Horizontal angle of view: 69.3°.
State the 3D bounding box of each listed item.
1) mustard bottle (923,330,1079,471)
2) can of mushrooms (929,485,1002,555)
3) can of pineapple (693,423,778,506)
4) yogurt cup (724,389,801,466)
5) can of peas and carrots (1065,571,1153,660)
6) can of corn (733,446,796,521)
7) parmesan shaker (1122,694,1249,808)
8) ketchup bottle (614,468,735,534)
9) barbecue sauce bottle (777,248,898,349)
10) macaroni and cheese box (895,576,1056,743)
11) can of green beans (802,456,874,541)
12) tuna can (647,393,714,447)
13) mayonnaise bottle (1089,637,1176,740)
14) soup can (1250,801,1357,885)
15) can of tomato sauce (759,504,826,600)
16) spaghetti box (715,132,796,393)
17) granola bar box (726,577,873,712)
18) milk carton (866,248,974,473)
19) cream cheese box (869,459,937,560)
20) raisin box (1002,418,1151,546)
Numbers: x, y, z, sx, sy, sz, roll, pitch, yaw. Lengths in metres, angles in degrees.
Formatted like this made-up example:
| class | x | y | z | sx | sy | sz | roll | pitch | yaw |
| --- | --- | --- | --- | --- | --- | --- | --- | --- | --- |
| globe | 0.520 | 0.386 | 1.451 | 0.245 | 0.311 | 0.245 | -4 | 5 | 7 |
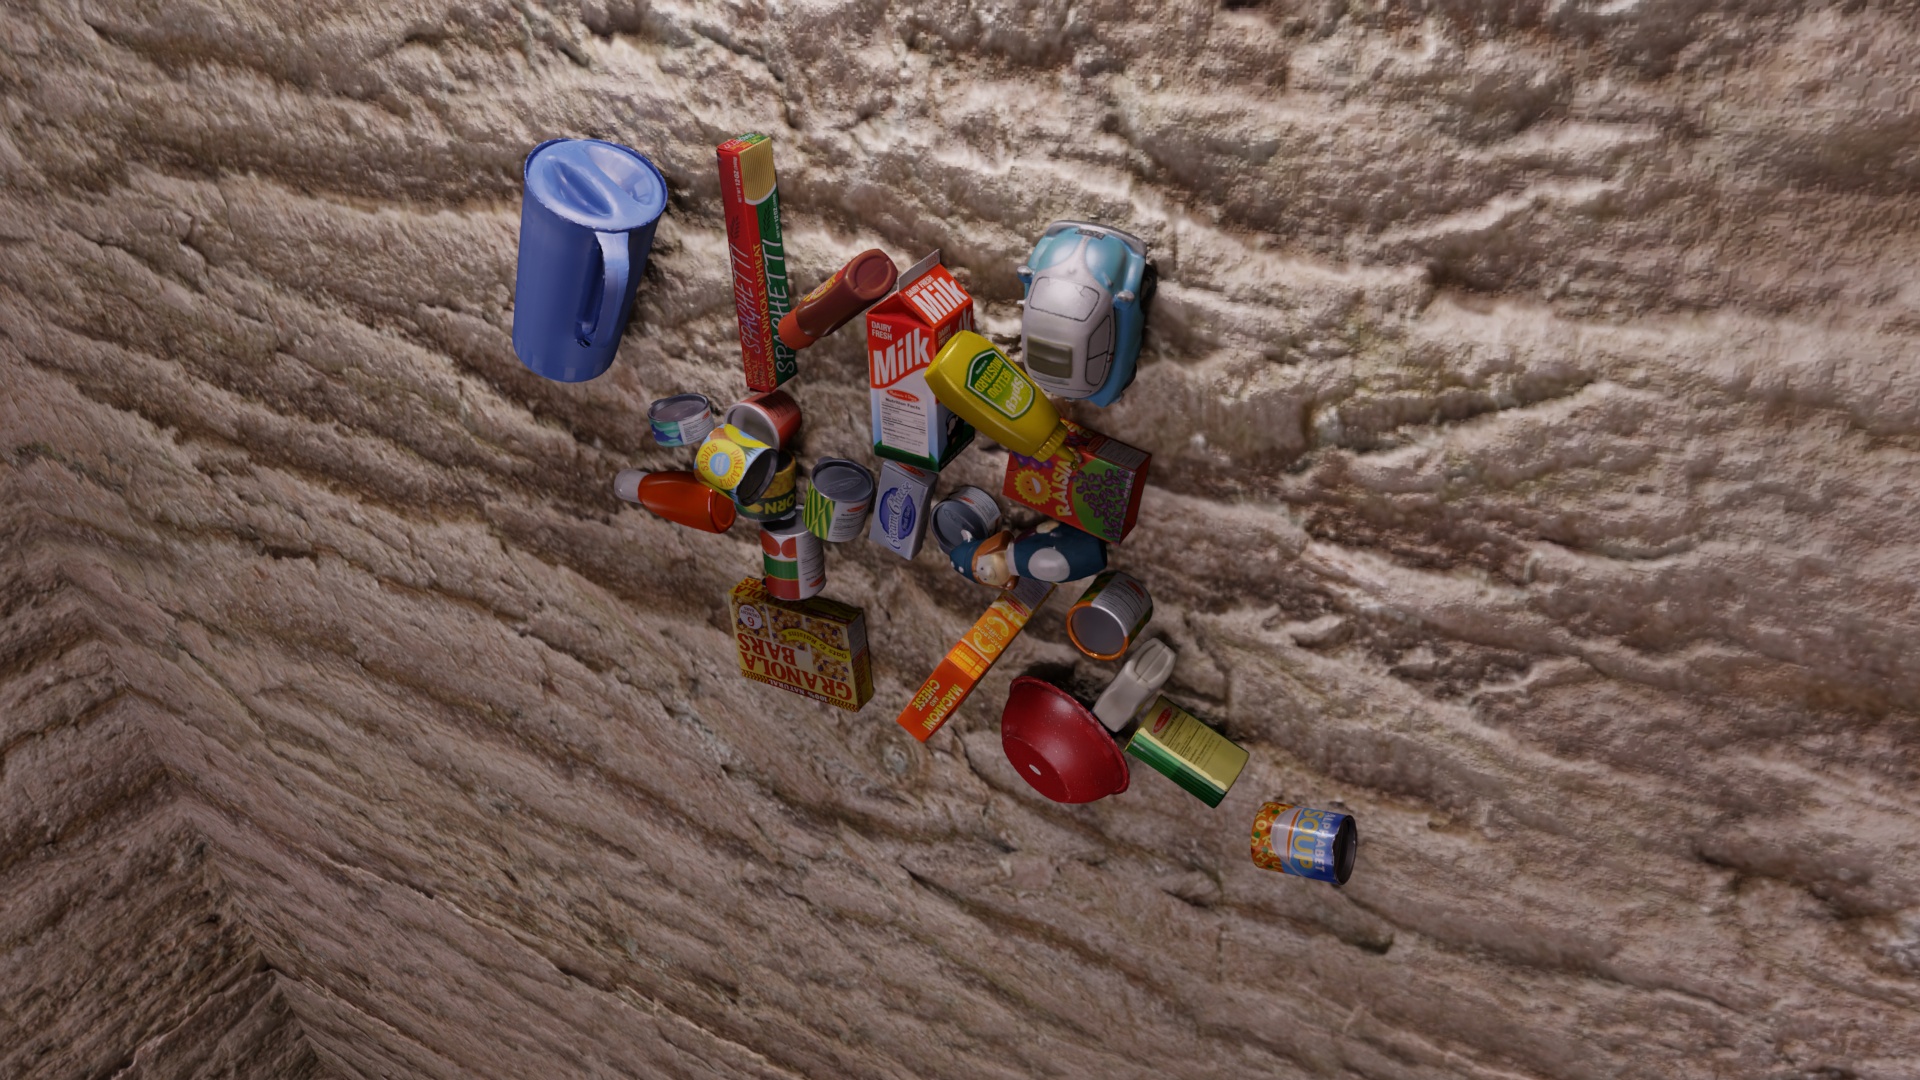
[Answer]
| class | x | y | z | sx | sy | sz | roll | pitch | yaw |
| --- | --- | --- | --- | --- | --- | --- | --- | --- | --- |
| mustard bottle | 0.046 | -0.114 | 1.208 | 0.160 | 0.065 | 0.048 | 37 | 158 | -11 |
| can of mushrooms | 0.005 | -0.017 | 1.370 | 0.071 | 0.034 | 0.070 | 18 | 129 | 23 |
| can of pineapple | -0.225 | -0.075 | 1.386 | 0.058 | 0.071 | 0.070 | 29 | 132 | 16 |
| yogurt cup | -0.200 | -0.121 | 1.426 | 0.072 | 0.054 | 0.072 | 18 | 128 | 24 |
| can of peas and carrots | 0.140 | 0.073 | 1.321 | 0.071 | 0.059 | 0.070 | 18 | 128 | 25 |
| can of corn | -0.204 | -0.061 | 1.461 | 0.071 | 0.071 | 0.058 | 22 | 130 | 21 |
| parmesan shaker | 0.219 | 0.208 | 1.350 | 0.103 | 0.072 | 0.071 | 34 | 133 | 11 |
| ketchup bottle | -0.325 | -0.051 | 1.568 | 0.149 | 0.044 | 0.064 | 13 | 125 | 28 |
| barbecue sauce bottle | -0.120 | -0.220 | 1.299 | 0.043 | 0.065 | 0.148 | 51 | 143 | -13 |
| macaroni and cheese box | 0.017 | 0.109 | 1.355 | 0.040 | 0.167 | 0.123 | 40 | 134 | 4 |
| can of green beans | -0.125 | -0.041 | 1.421 | 0.071 | 0.071 | 0.057 | 31 | 133 | 13 |
| tuna can | -0.299 | -0.129 | 1.481 | 0.071 | 0.071 | 0.032 | 10 | 126 | 29 |
| mayonnaise bottle | 0.161 | 0.154 | 1.361 | 0.041 | 0.065 | 0.147 | 39 | 145 | 10 |
| soup can | 0.328 | 0.288 | 1.331 | 0.084 | 0.072 | 0.071 | 4 | 122 | 33 |
| can of tomato sauce | -0.182 | 0.012 | 1.497 | 0.071 | 0.071 | 0.082 | 17 | 127 | 25 |
| spaghetti box | -0.193 | -0.260 | 1.328 | 0.029 | 0.050 | 0.248 | 17 | 128 | 26 |
| granola bar box | -0.182 | 0.119 | 1.590 | 0.165 | 0.039 | 0.123 | 14 | 126 | 27 |
| milk carton | -0.035 | -0.165 | 1.268 | 0.073 | 0.073 | 0.189 | 17 | 129 | 24 |
| cream cheese box | -0.059 | -0.033 | 1.410 | 0.053 | 0.024 | 0.103 | 28 | 132 | 16 |
| raisin box | 0.104 | -0.059 | 1.268 | 0.123 | 0.040 | 0.085 | 25 | 132 | 20 |
